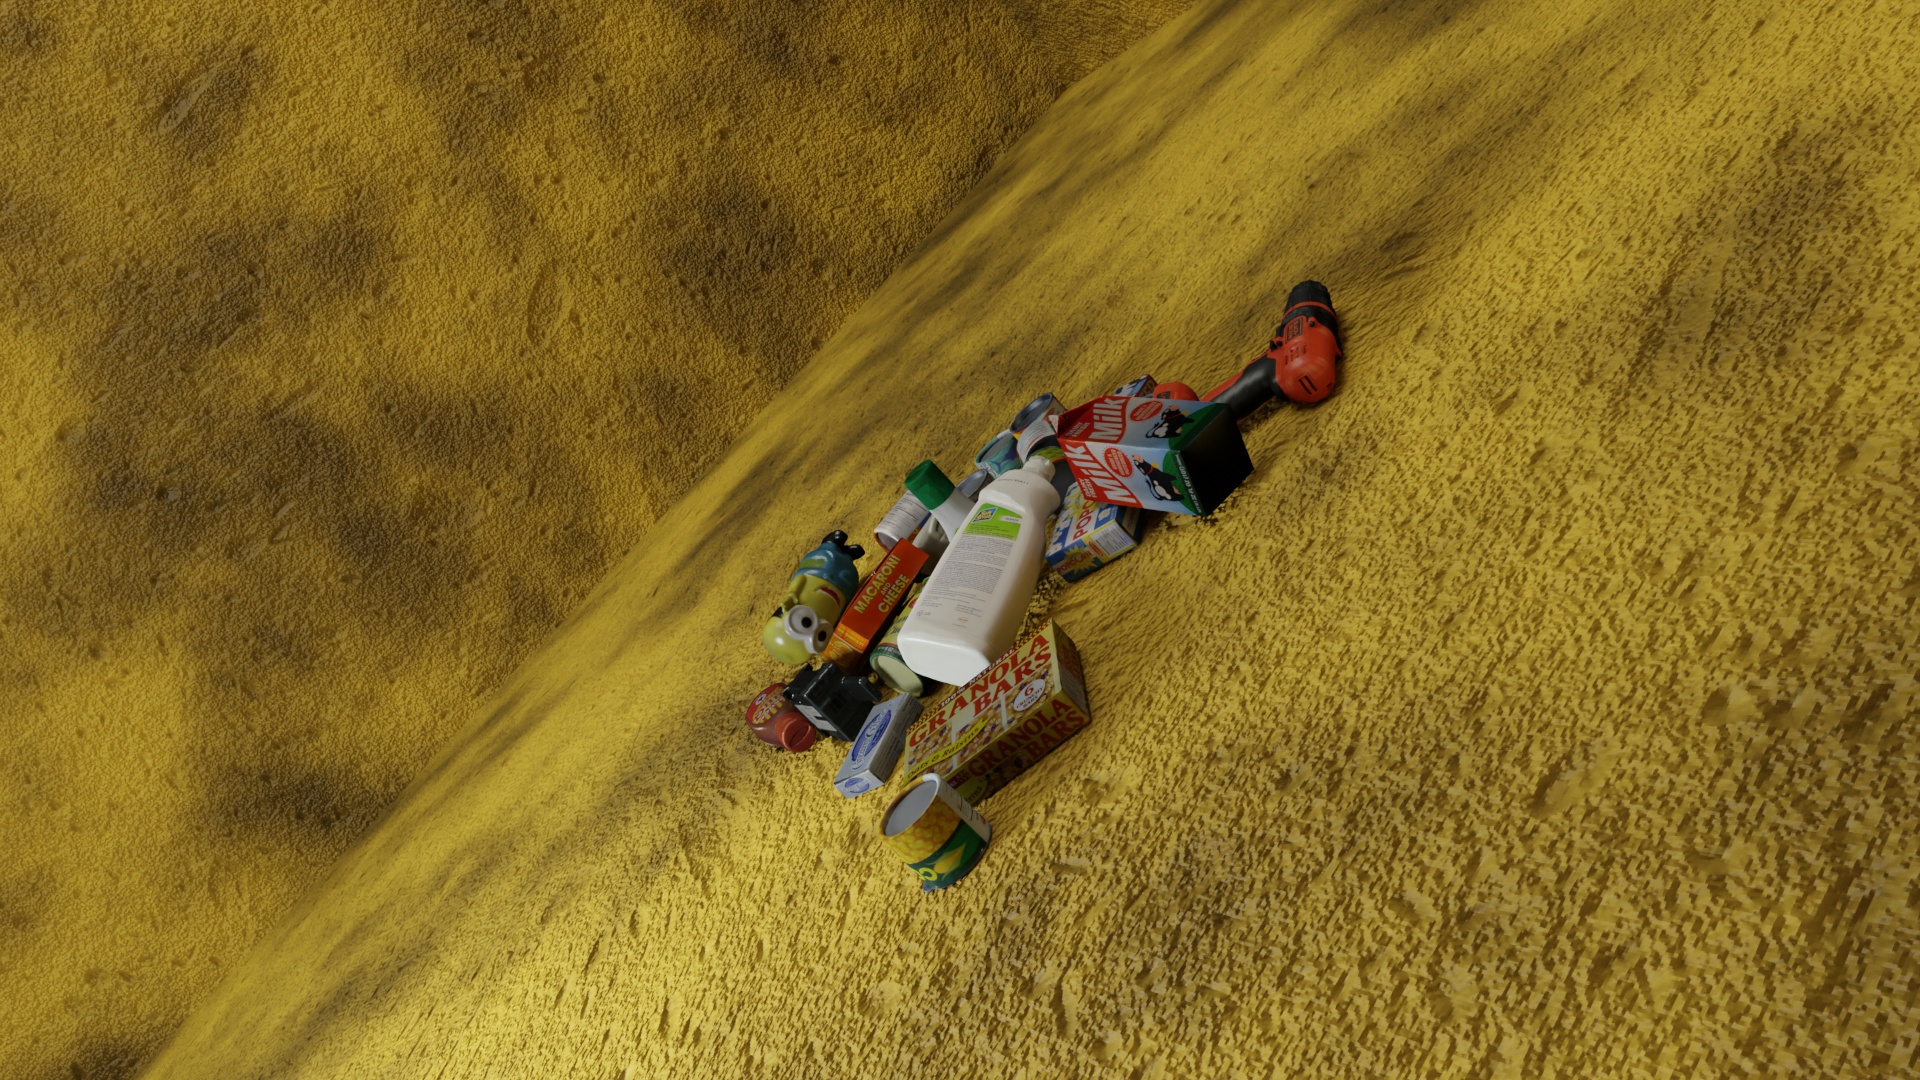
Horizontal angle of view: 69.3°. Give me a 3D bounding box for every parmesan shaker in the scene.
[{"bbox_3d":[-0.033,0.095,1.358,0.071,0.071,0.103,-19,30,53],"label":"parmesan shaker"}]

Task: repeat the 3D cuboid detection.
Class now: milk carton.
[{"bbox_3d":[0.157,-0.079,1.238,0.074,0.072,0.190,-43,31,-27],"label":"milk carton"}]

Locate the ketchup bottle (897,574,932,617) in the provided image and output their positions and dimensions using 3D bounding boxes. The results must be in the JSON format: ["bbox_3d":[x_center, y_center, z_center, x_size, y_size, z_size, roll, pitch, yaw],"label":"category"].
[{"bbox_3d":[-0.002,0.037,1.459,0.149,0.043,0.064,-47,9,-15],"label":"ketchup bottle"}]

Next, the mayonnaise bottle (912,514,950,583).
[{"bbox_3d":[-0.030,0.005,1.529,0.065,0.041,0.147,-61,4,-28],"label":"mayonnaise bottle"}]

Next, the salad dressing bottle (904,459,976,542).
[{"bbox_3d":[0.005,-0.017,1.395,0.064,0.147,0.044,-35,19,27],"label":"salad dressing bottle"}]

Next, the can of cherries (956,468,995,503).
[{"bbox_3d":[0.021,-0.035,1.552,0.071,0.058,0.072,-38,19,16],"label":"can of cherries"}]

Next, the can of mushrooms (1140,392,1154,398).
[{"bbox_3d":[0.187,-0.116,1.417,0.071,0.033,0.071,-38,18,15],"label":"can of mushrooms"}]

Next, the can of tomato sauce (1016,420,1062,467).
[{"bbox_3d":[0.098,-0.088,1.493,0.071,0.071,0.083,-41,14,7],"label":"can of tomato sauce"}]

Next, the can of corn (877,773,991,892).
[{"bbox_3d":[-0.022,0.221,1.049,0.071,0.058,0.071,-39,17,15],"label":"can of corn"}]

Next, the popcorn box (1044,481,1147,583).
[{"bbox_3d":[0.134,-0.024,1.311,0.085,0.038,0.127,-32,20,33],"label":"popcorn box"}]

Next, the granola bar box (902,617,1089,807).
[{"bbox_3d":[0.027,0.151,1.136,0.165,0.039,0.125,-39,18,15],"label":"granola bar box"}]

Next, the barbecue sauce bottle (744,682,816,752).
[{"bbox_3d":[-0.191,0.196,1.503,0.065,0.043,0.148,-46,18,-10],"label":"barbecue sauce bottle"}]

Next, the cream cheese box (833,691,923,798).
[{"bbox_3d":[-0.076,0.190,1.297,0.053,0.024,0.104,-29,22,40],"label":"cream cheese box"}]

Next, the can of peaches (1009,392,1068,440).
[{"bbox_3d":[0.099,-0.127,1.597,0.071,0.058,0.071,-39,18,15],"label":"can of peaches"}]

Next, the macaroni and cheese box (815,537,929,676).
[{"bbox_3d":[-0.098,0.085,1.464,0.124,0.040,0.165,-55,-3,-32],"label":"macaroni and cheese box"}]

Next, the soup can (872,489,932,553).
[{"bbox_3d":[-0.055,-0.019,1.674,0.084,0.071,0.071,-51,19,-21],"label":"soup can"}]

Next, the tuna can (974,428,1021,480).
[{"bbox_3d":[0.050,-0.101,1.684,0.071,0.033,0.071,-38,18,15],"label":"tuna can"}]

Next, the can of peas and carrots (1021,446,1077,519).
[{"bbox_3d":[0.101,-0.060,1.421,0.071,0.071,0.059,-43,18,2],"label":"can of peas and carrots"}]

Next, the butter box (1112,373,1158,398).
[{"bbox_3d":[0.174,-0.134,1.502,0.053,0.024,0.104,-24,26,49],"label":"butter box"}]
